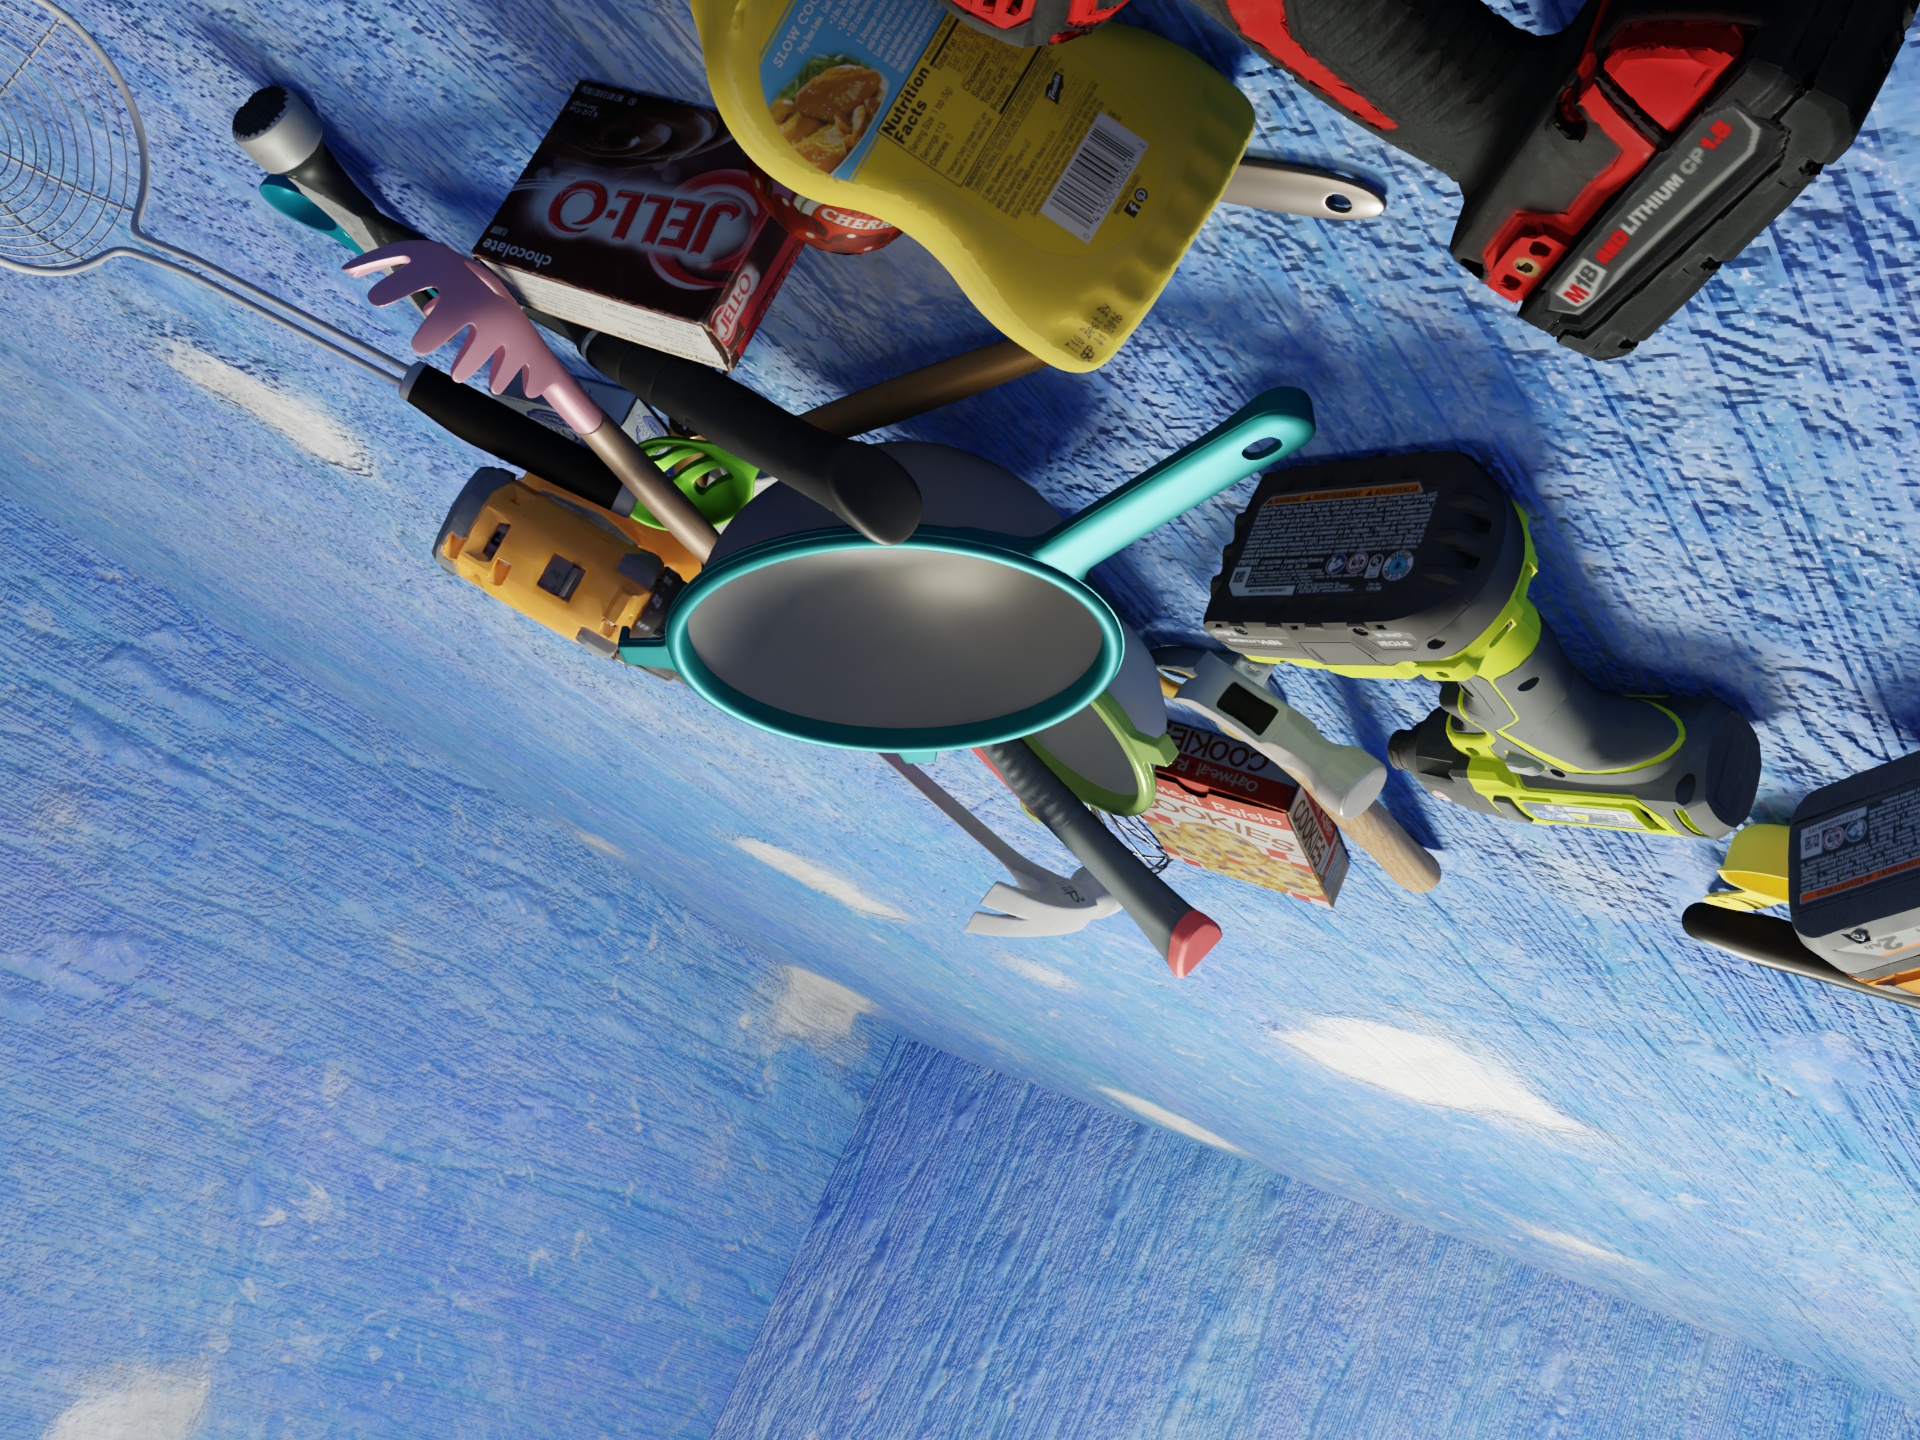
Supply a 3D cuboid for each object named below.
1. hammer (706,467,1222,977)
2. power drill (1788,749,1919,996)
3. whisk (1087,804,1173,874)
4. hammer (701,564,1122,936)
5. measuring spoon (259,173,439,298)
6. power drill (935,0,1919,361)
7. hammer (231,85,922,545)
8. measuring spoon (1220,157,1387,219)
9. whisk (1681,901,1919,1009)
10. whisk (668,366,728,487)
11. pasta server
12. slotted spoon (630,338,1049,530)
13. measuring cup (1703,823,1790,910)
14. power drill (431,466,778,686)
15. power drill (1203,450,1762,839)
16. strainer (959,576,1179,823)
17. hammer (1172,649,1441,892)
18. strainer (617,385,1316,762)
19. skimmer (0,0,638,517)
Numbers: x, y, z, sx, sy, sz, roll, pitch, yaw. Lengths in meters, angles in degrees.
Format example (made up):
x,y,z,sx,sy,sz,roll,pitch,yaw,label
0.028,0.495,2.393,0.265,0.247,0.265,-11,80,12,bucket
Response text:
x,y,z,sx,sy,sz,roll,pitch,yaw,label
-0.001,-0.003,0.907,0.386,0.038,0.143,46,164,0,hammer
0.461,0.083,0.612,0.226,0.084,0.164,26,149,-14,power drill
0.084,0.037,1.105,0.055,0.055,0.238,6,150,49,whisk
-0.077,-0.006,0.982,0.406,0.035,0.144,40,-159,22,hammer
-0.312,-0.258,0.853,0.042,0.021,0.128,9,166,43,measuring spoon
0.094,-0.186,0.366,0.219,0.078,0.143,28,163,2,power drill
-0.169,-0.169,0.704,0.409,0.036,0.149,32,170,32,hammer
0.077,-0.173,0.521,0.124,0.018,0.034,17,161,25,measuring spoon
0.502,0.140,0.762,0.296,0.073,0.073,18,162,31,whisk
-0.142,-0.169,0.832,0.047,0.051,0.245,47,167,2,whisk
-0.159,-0.116,0.712,0.060,0.040,0.316,46,178,26,pasta server
-0.062,-0.137,0.744,0.314,0.031,0.070,-8,149,45,slotted spoon
0.403,0.077,0.801,0.062,0.029,0.156,17,174,14,measuring cup
-0.187,-0.078,0.892,0.185,0.084,0.226,30,-174,-13,power drill
0.214,-0.019,0.687,0.223,0.080,0.171,34,162,-34,power drill
0.067,-0.003,0.930,0.151,0.069,0.256,42,164,14,strainer
0.208,0.043,0.867,0.130,0.031,0.331,40,-176,33,hammer
0.013,-0.089,0.711,0.210,0.095,0.340,21,146,-37,strainer
-0.306,-0.203,0.736,0.363,0.127,0.090,27,146,-14,skimmer
